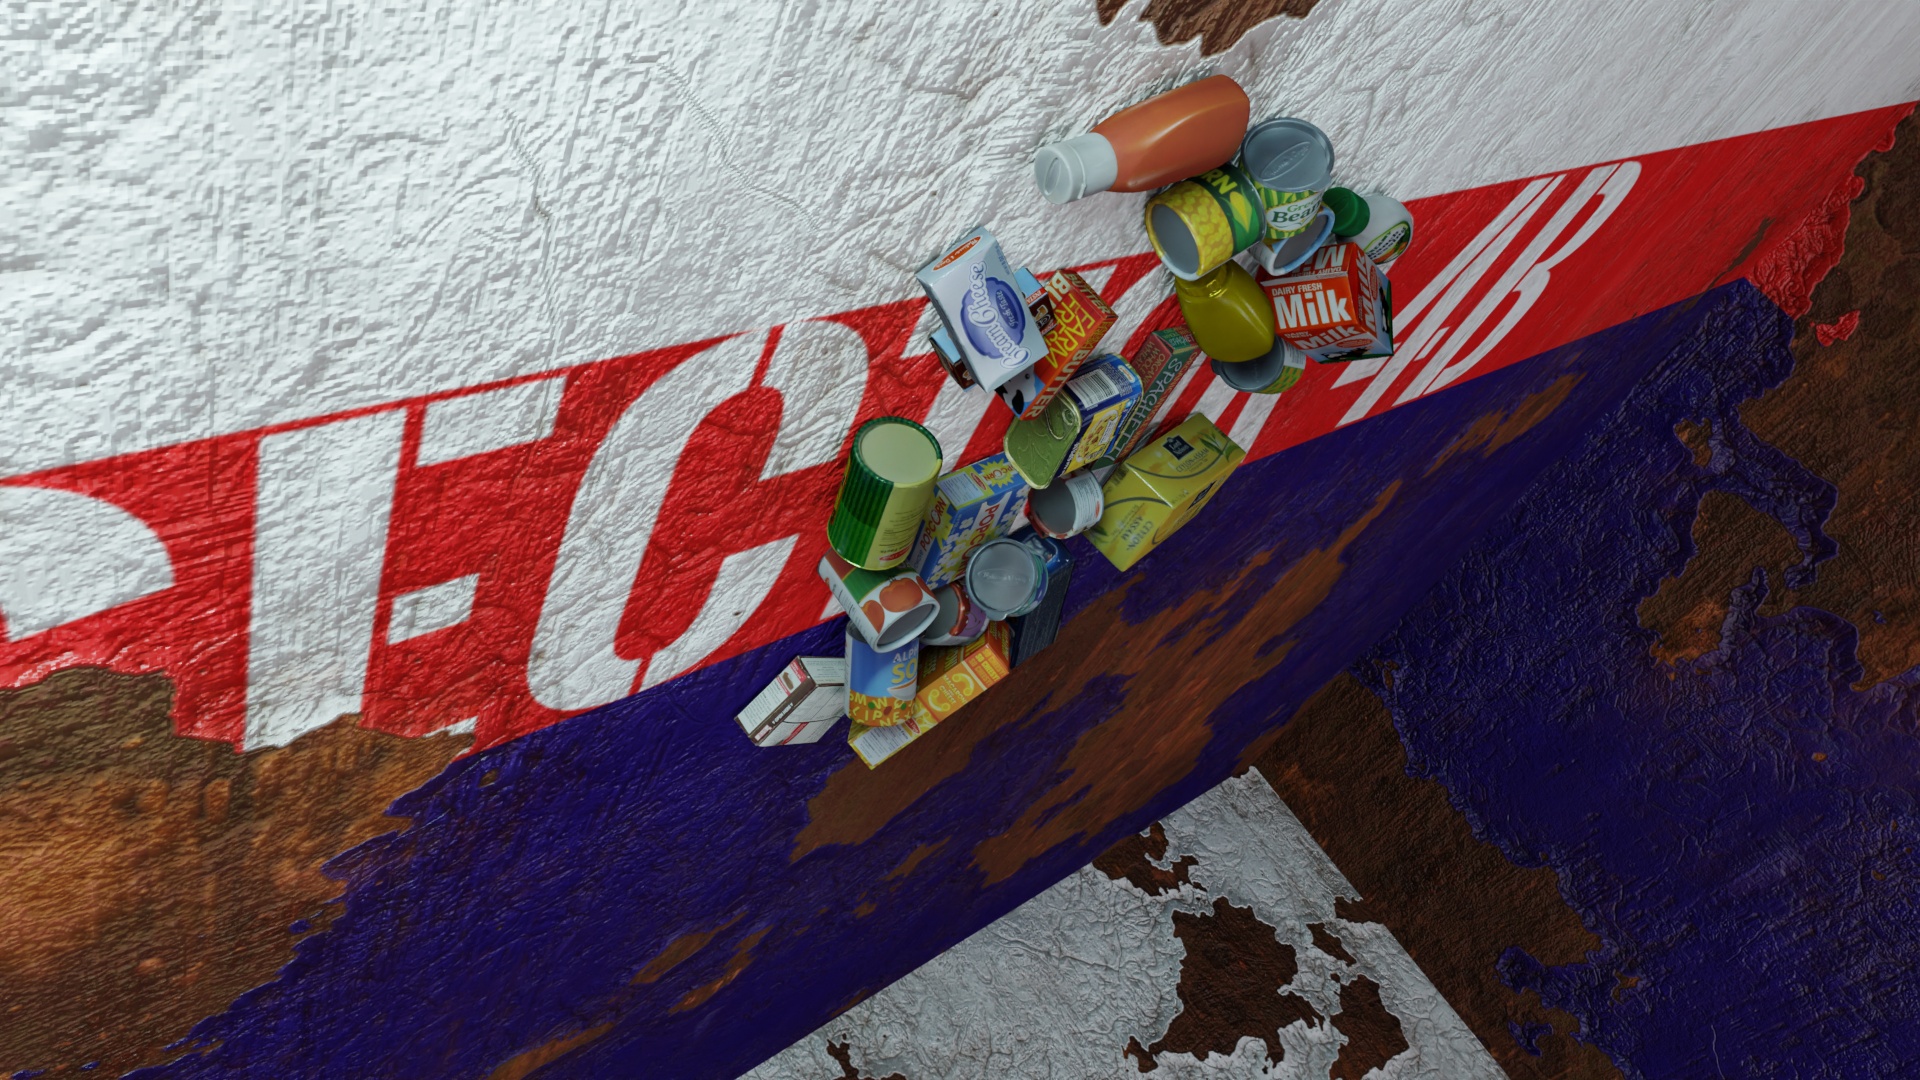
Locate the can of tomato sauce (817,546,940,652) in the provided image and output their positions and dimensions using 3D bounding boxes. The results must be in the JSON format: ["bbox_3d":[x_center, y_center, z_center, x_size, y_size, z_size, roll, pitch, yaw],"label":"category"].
[{"bbox_3d":[-0.064,0.038,1.122,0.071,0.083,0.071,-32,158,-14],"label":"can of tomato sauce"}]

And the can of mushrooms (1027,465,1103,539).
[{"bbox_3d":[0.092,-0.036,1.250,0.033,0.071,0.070,-21,153,-38],"label":"can of mushrooms"}]

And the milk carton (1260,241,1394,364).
[{"bbox_3d":[0.323,-0.209,1.215,0.072,0.073,0.191,-4,174,29],"label":"milk carton"}]

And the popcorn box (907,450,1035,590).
[{"bbox_3d":[0.004,-0.015,1.188,0.085,0.038,0.126,-23,155,-31],"label":"popcorn box"}]

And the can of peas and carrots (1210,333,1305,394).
[{"bbox_3d":[0.274,-0.167,1.273,0.070,0.071,0.059,-49,157,25],"label":"can of peas and carrots"}]

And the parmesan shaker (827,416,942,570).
[{"bbox_3d":[-0.054,-0.035,1.014,0.071,0.071,0.102,-24,154,-31],"label":"parmesan shaker"}]

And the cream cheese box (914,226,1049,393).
[{"bbox_3d":[0.015,-0.148,0.901,0.053,0.024,0.103,-35,136,-3],"label":"cream cheese box"}]

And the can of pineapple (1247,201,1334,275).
[{"bbox_3d":[0.246,-0.248,1.068,0.071,0.058,0.070,-32,158,-15],"label":"can of pineapple"}]

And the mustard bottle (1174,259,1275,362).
[{"bbox_3d":[0.205,-0.195,1.109,0.065,0.049,0.160,-9,157,24],"label":"mustard bottle"}]

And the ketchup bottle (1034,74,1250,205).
[{"bbox_3d":[0.114,-0.248,0.876,0.149,0.043,0.064,-26,155,-29],"label":"ketchup bottle"}]

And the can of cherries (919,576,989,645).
[{"bbox_3d":[-0.014,0.061,1.282,0.071,0.071,0.058,-45,157,17],"label":"can of cherries"}]

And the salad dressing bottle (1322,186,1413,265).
[{"bbox_3d":[0.346,-0.273,1.198,0.064,0.044,0.148,-40,160,27],"label":"salad dressing bottle"}]

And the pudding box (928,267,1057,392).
[{"bbox_3d":[0.023,-0.145,0.960,0.084,0.030,0.049,-37,159,-3],"label":"pudding box"}]

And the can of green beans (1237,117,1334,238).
[{"bbox_3d":[0.232,-0.262,1.007,0.071,0.071,0.057,-33,159,-12],"label":"can of green beans"}]

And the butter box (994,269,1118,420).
[{"bbox_3d":[0.062,-0.140,1.001,0.103,0.053,0.024,-50,158,28],"label":"butter box"}]

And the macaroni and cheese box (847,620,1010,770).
[{"bbox_3d":[-0.028,0.139,1.350,0.166,0.040,0.124,-36,-168,11],"label":"macaroni and cheese box"}]

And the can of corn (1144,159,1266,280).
[{"bbox_3d":[0.172,-0.228,0.983,0.058,0.071,0.071,-32,158,-14],"label":"can of corn"}]

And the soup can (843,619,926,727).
[{"bbox_3d":[-0.069,0.116,1.247,0.071,0.071,0.083,-17,120,-42],"label":"soup can"}]

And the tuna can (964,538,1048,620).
[{"bbox_3d":[0.040,0.035,1.192,0.071,0.071,0.033,-43,159,12],"label":"tuna can"}]

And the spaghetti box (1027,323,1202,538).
[{"bbox_3d":[0.137,-0.095,1.249,0.050,0.029,0.248,-19,152,-42],"label":"spaghetti box"}]
